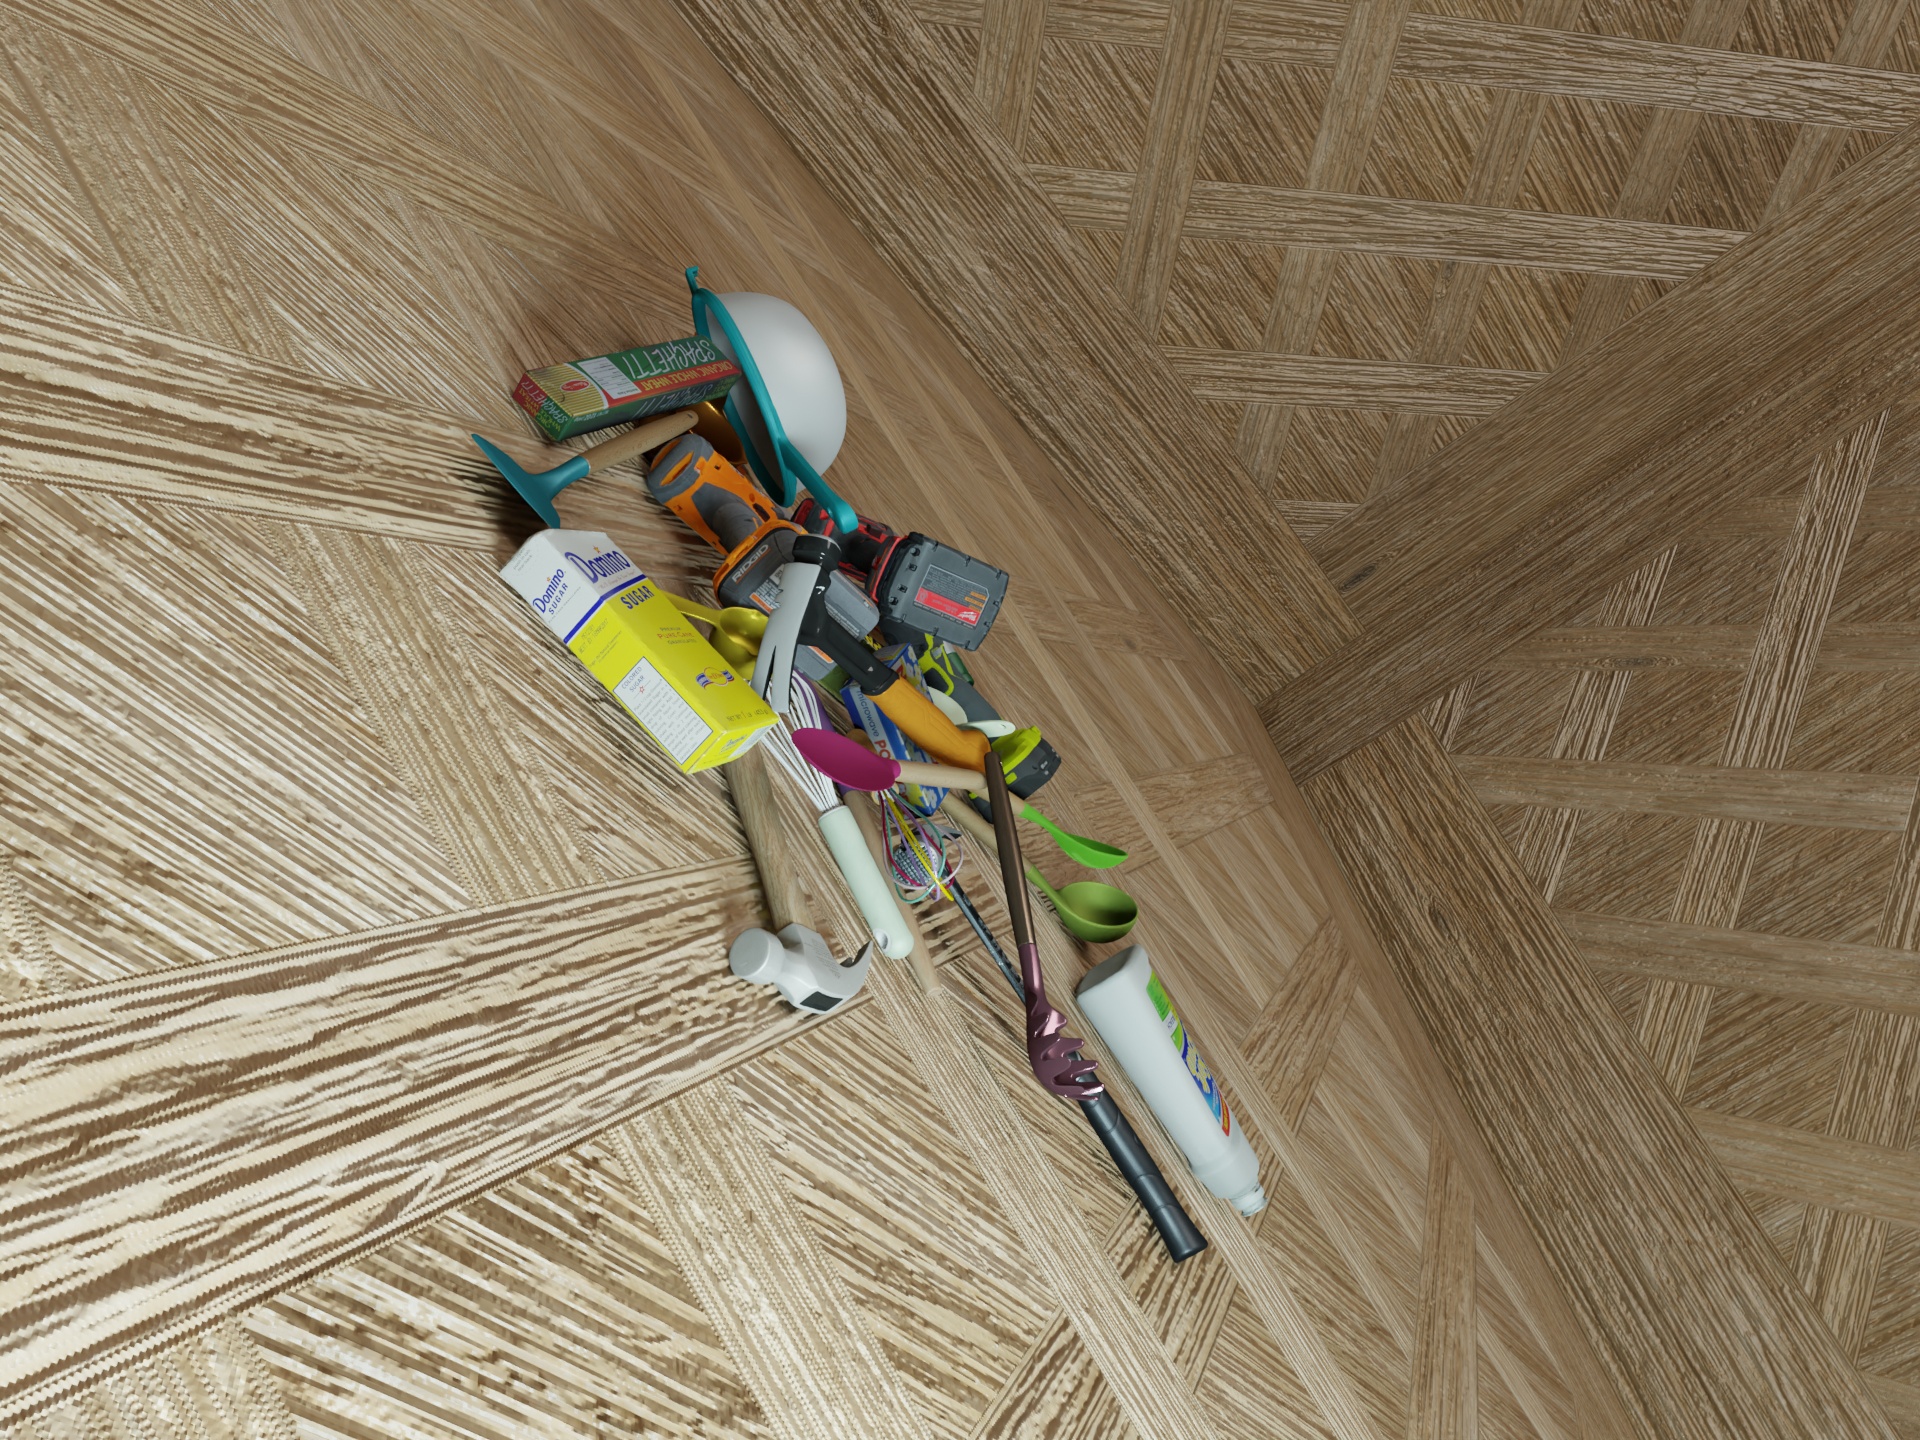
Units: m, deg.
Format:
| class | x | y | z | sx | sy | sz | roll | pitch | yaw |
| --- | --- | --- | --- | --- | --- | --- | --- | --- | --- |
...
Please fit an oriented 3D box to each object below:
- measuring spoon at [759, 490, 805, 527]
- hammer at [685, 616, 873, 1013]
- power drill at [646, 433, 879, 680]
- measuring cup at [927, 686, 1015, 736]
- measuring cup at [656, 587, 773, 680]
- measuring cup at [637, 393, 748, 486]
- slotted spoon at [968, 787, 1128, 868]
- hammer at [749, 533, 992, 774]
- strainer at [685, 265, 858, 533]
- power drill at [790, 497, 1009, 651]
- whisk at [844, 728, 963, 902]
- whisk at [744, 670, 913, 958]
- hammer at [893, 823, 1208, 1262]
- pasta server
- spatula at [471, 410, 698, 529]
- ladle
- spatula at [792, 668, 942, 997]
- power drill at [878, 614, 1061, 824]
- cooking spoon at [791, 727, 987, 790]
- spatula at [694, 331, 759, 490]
| class | x | y | z | sx | sy | sz | roll | pitch | yaw |
| --- | --- | --- | --- | --- | --- | --- | --- | --- | --- |
| measuring spoon | -0.168 | -0.190 | 1.541 | 0.124 | 0.018 | 0.034 | 36 | 21 | -33 |
| hammer | -0.137 | 0.053 | 1.067 | 0.129 | 0.031 | 0.332 | 37 | 23 | -48 |
| power drill | -0.151 | -0.127 | 1.265 | 0.164 | 0.084 | 0.227 | 41 | 6 | -41 |
| measuring cup | -0.002 | -0.004 | 1.387 | 0.083 | 0.168 | 0.038 | 39 | 65 | -30 |
| measuring cup | -0.194 | -0.068 | 1.106 | 0.156 | 0.029 | 0.062 | 20 | 31 | -18 |
| measuring cup | -0.233 | -0.258 | 1.390 | 0.095 | 0.052 | 0.174 | 44 | 20 | -23 |
| slotted spoon | 0.034 | 0.069 | 1.447 | 0.313 | 0.031 | 0.070 | 31 | -4 | -31 |
| hammer | -0.053 | -0.012 | 1.208 | 0.336 | 0.034 | 0.127 | 42 | 60 | -58 |
| strainer | -0.135 | -0.273 | 1.422 | 0.341 | 0.095 | 0.210 | 52 | -18 | 43 |
| power drill | -0.057 | -0.141 | 1.472 | 0.143 | 0.078 | 0.220 | 20 | 8 | -36 |
| whisk | -0.049 | 0.067 | 1.176 | 0.047 | 0.051 | 0.245 | 23 | 15 | -26 |
| whisk | -0.096 | 0.061 | 1.154 | 0.059 | 0.057 | 0.246 | -18 | 75 | -38 |
| hammer | 0.075 | 0.253 | 1.251 | 0.409 | 0.036 | 0.149 | 57 | 8 | -3 |
| pasta server | 0.053 | 0.147 | 1.209 | 0.060 | 0.040 | 0.317 | 43 | 28 | -45 |
| spatula | -0.256 | -0.196 | 1.159 | 0.082 | 0.044 | 0.317 | 49 | 27 | -6 |
| ladle | 0.054 | 0.115 | 1.477 | 0.319 | 0.062 | 0.078 | 42 | 9 | -33 |
| spatula | -0.077 | 0.077 | 1.224 | 0.059 | 0.018 | 0.316 | 49 | 12 | -56 |
| power drill | -0.006 | -0.015 | 1.539 | 0.223 | 0.080 | 0.171 | 51 | 14 | -1 |
| cooking spoon | -0.040 | 0.038 | 1.171 | 0.069 | 0.017 | 0.318 | 40 | 11 | 20 |
| spatula | -0.183 | -0.209 | 1.474 | 0.323 | 0.041 | 0.081 | 59 | -9 | 9 |
